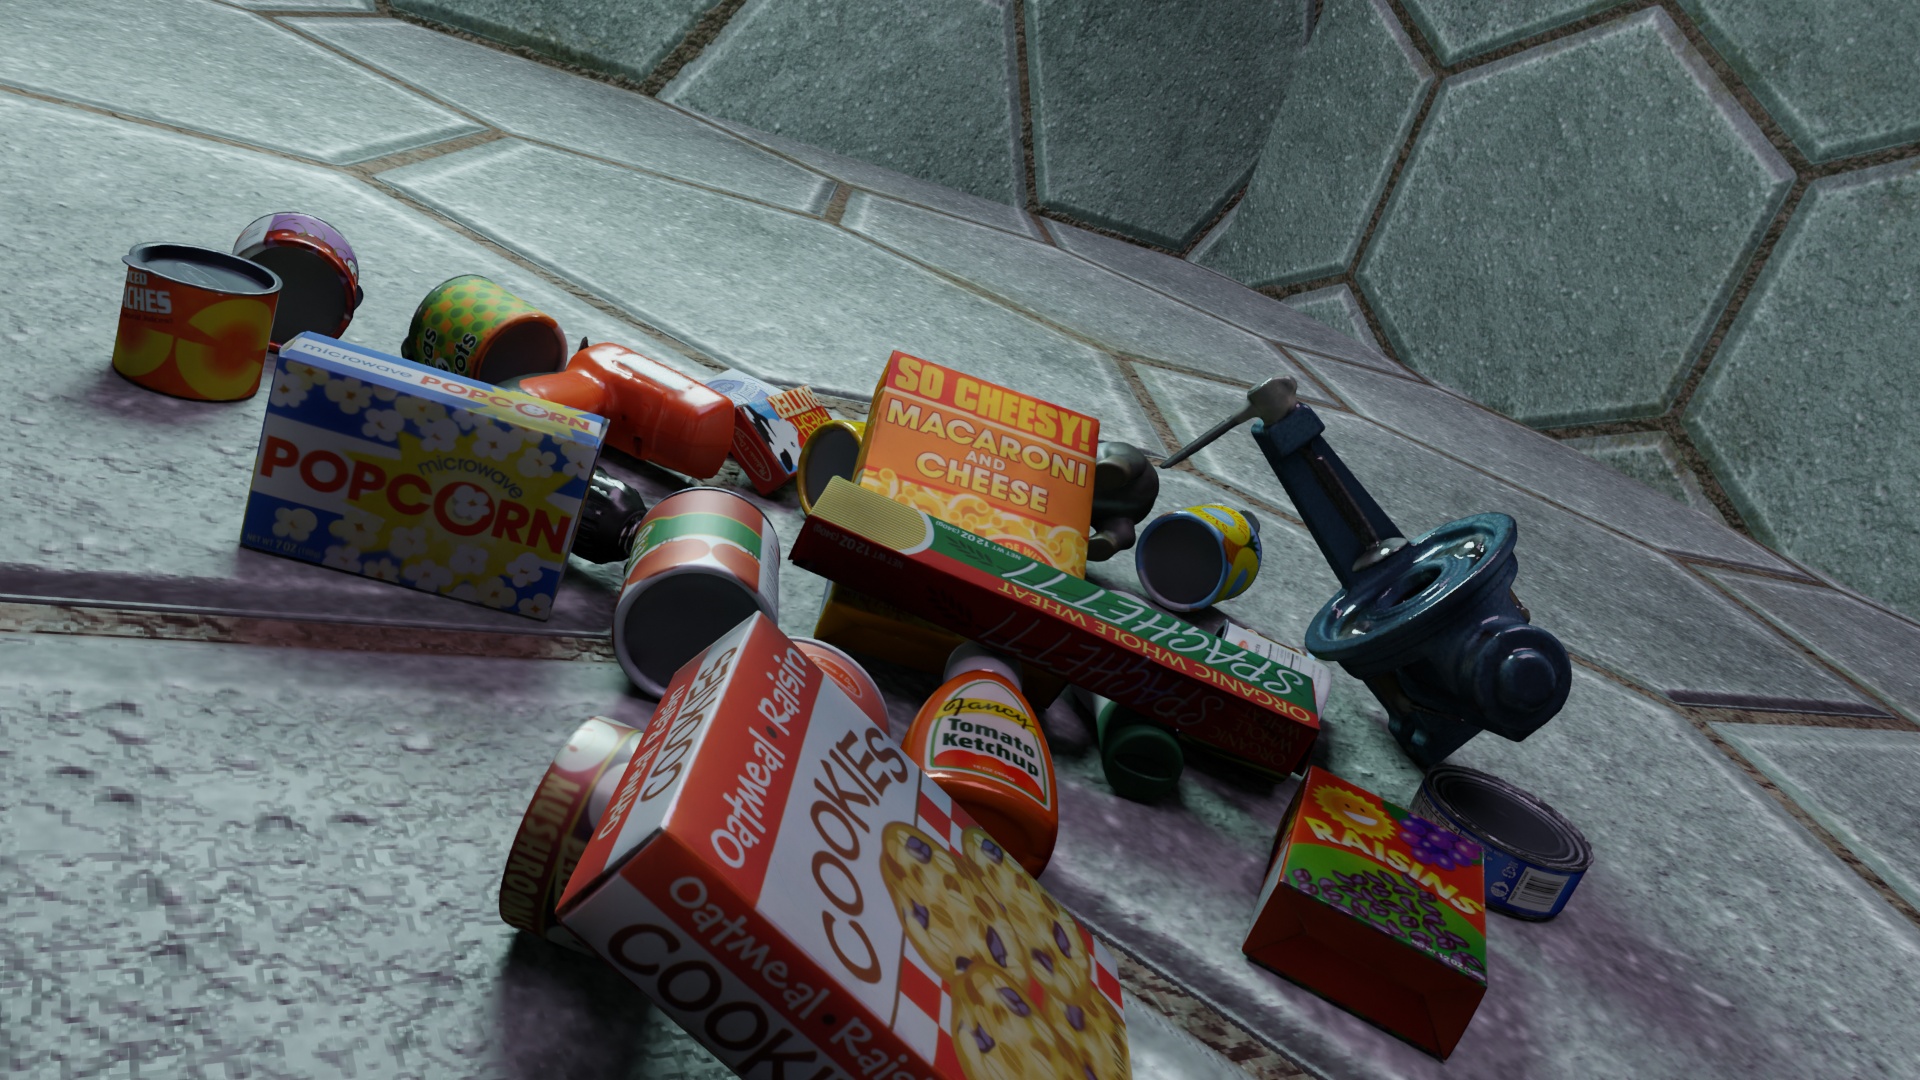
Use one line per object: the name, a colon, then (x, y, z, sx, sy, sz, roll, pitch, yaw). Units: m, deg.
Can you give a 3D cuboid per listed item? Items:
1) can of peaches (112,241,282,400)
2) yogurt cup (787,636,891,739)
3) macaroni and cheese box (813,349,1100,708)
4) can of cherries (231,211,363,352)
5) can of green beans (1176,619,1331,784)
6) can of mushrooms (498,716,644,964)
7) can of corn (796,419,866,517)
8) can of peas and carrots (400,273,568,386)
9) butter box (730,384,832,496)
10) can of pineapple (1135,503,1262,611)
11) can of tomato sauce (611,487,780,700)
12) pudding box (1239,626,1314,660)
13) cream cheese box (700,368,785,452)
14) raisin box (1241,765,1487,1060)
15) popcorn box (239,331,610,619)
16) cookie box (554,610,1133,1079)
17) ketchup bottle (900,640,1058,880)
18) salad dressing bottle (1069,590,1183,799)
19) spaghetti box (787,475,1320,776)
can of peaches: (-0.375, -0.107, 0.679, 0.071, 0.058, 0.071, 19, 19, -7)
yogurt cup: (-0.065, 0.075, 0.497, 0.072, 0.072, 0.054, 24, 27, 9)
macaroni and cheese box: (0.003, -0.009, 0.712, 0.124, 0.040, 0.167, 18, 52, -10)
can of cherries: (-0.368, -0.142, 0.771, 0.071, 0.071, 0.058, 12, 21, -27)
can of green beans: (0.146, 0.081, 0.699, 0.058, 0.071, 0.071, 24, 19, 5)
can of mushrooms: (-0.106, 0.088, 0.410, 0.033, 0.070, 0.071, 21, 18, 3)
can of corn: (-0.055, -0.038, 0.814, 0.058, 0.071, 0.071, 2, 26, -44)
can of peas and carrots: (-0.269, -0.109, 0.787, 0.059, 0.070, 0.071, 30, 20, 25)
butter box: (-0.108, -0.064, 0.861, 0.053, 0.024, 0.104, 55, 22, -1)
can of pineapple: (0.156, 0.009, 0.904, 0.071, 0.070, 0.058, 30, 21, 26)
can of tomato sauce: (-0.112, 0.023, 0.588, 0.071, 0.071, 0.083, 17, 19, -14)
pudding box: (0.173, 0.081, 0.785, 0.050, 0.030, 0.084, 23, 18, 8)
cream cheese box: (-0.149, -0.085, 0.912, 0.053, 0.024, 0.104, 24, 19, 4)
raisin box: (0.172, 0.150, 0.581, 0.086, 0.040, 0.124, 25, 20, 13)
popcorn box: (-0.220, -0.026, 0.575, 0.127, 0.085, 0.038, 16, 20, -16)
cookie box: (-0.021, 0.110, 0.379, 0.167, 0.040, 0.123, 46, 15, -13)
ketchup bottle: (0.007, 0.085, 0.576, 0.065, 0.043, 0.149, 20, 18, -4)
salad dressing bottle: (0.083, 0.074, 0.690, 0.064, 0.043, 0.148, 20, 20, -7)
spaghetti box: (0.046, 0.038, 0.634, 0.250, 0.028, 0.050, 23, 26, -1)
